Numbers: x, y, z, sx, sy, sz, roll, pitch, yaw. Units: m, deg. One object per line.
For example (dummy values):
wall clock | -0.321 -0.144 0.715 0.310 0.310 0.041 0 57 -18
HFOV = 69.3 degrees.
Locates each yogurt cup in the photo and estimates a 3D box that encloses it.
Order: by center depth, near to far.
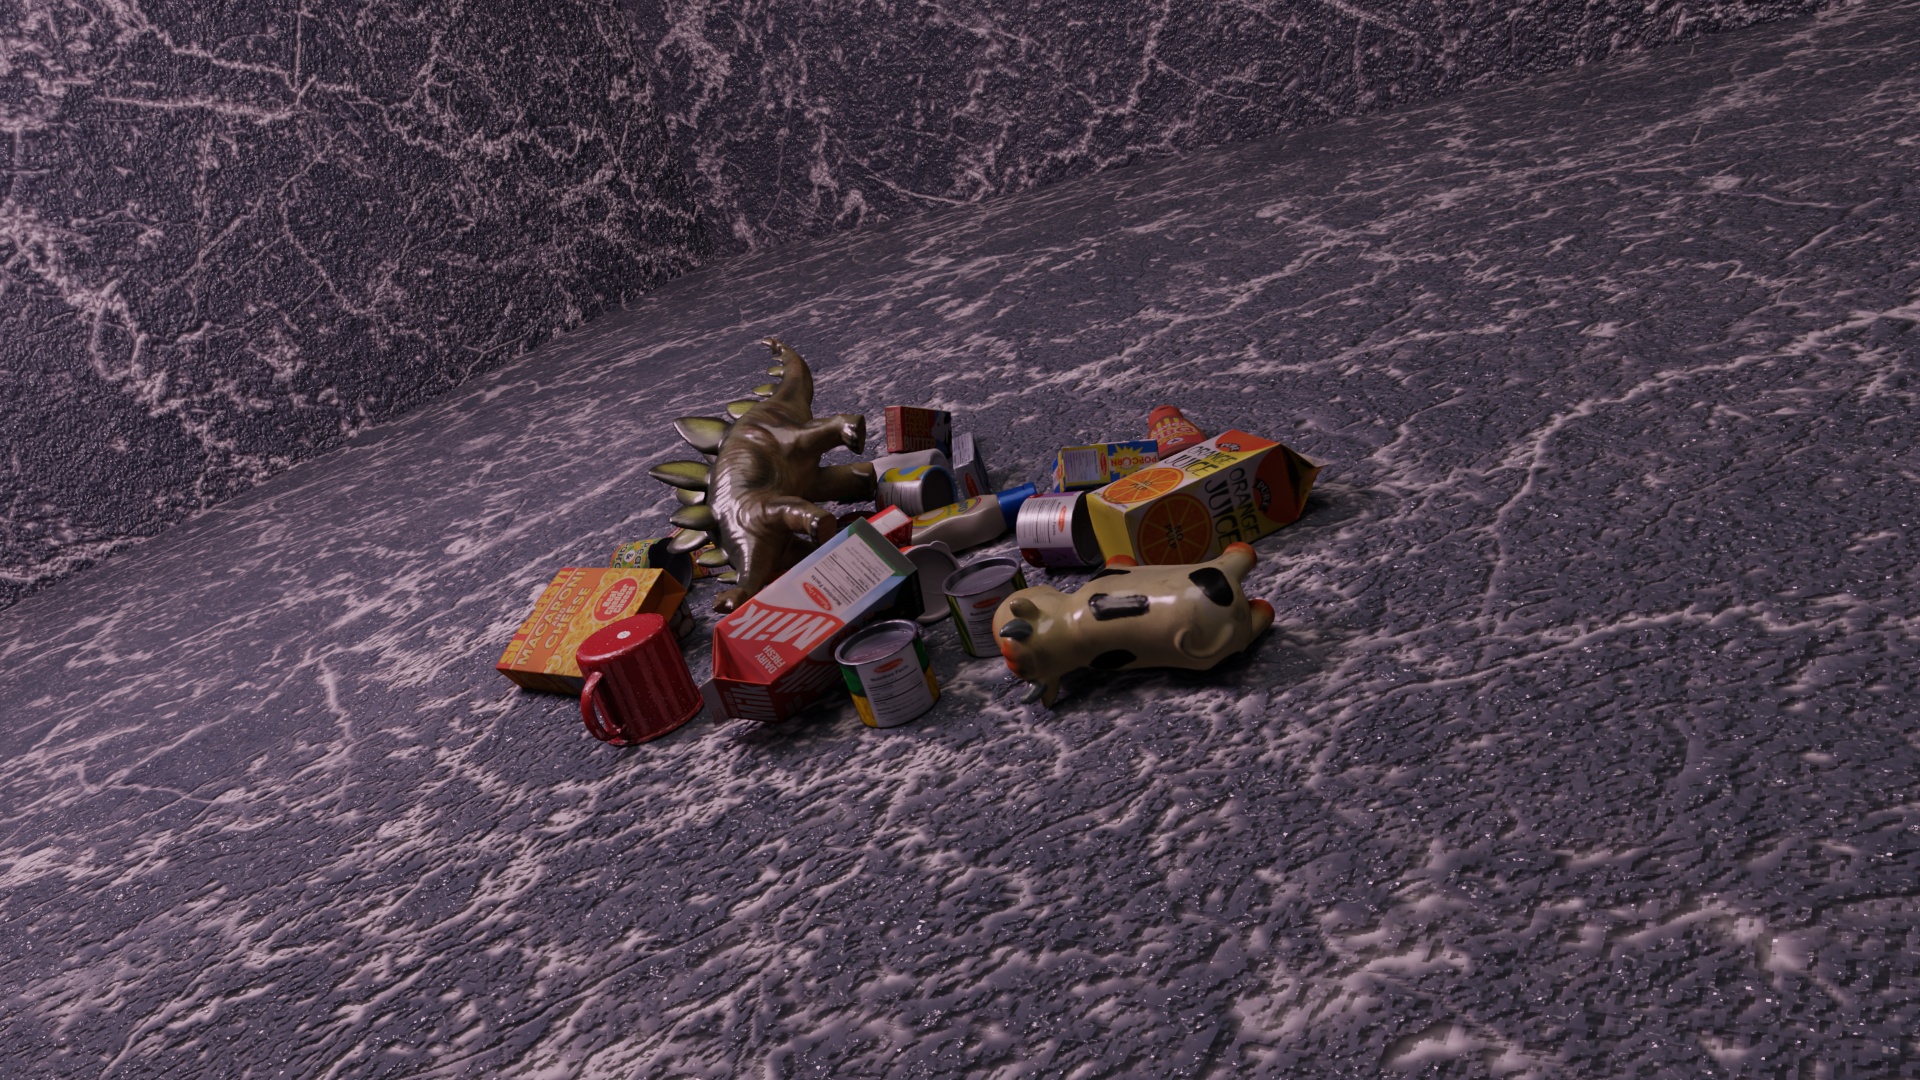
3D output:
yogurt cup | -0.037 0.035 1.208 0.072 0.072 0.054 -25 13 -16

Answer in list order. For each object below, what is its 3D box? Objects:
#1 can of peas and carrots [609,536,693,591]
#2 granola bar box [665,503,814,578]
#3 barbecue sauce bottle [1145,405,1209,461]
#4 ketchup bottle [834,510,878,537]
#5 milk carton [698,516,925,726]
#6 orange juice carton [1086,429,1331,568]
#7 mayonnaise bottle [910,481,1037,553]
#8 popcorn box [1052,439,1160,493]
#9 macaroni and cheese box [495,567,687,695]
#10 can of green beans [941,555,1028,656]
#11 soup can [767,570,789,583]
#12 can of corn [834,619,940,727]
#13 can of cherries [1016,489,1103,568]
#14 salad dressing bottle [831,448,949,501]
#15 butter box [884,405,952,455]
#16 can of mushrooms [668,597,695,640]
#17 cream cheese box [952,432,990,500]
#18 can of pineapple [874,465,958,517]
can of peas and carrots | -0.324 0.030 1.448 0.058 0.070 0.071 -7 23 31
granola bar box | -0.254 -0.013 1.543 0.124 0.039 0.166 -9 23 25
barbecue sauce bottle | 0.207 -0.093 1.349 0.065 0.043 0.149 -16 20 8
ketchup bottle | -0.125 0.022 1.340 0.064 0.043 0.149 -6 25 29
milk carton | -0.125 0.075 1.106 0.191 0.072 0.073 -38 62 -20
orange juice carton | 0.210 -0.035 1.159 0.193 0.072 0.072 -24 21 -15
mayonnaise bottle | 0.005 -0.017 1.329 0.148 0.041 0.065 -19 19 2
popcorn box | 0.130 -0.063 1.259 0.085 0.038 0.126 -5 -3 0
macaroni and cheese box | -0.352 0.084 1.316 0.166 0.040 0.124 0 52 40
can of green beans | 0.025 0.053 1.115 0.071 0.057 0.071 -16 21 6
soup can | -0.211 -0.004 1.420 0.071 0.083 0.071 -16 20 6
can of corn | -0.055 0.100 1.062 0.071 0.058 0.071 -16 21 6
can of cherries | 0.091 -0.008 1.207 0.058 0.071 0.072 -4 25 36
salad dressing bottle | -0.085 -0.070 1.537 0.147 0.044 0.064 -7 19 31
butter box | -0.047 -0.123 1.571 0.024 0.053 0.104 -4 -1 32
can of mushrooms | -0.295 0.079 1.354 0.071 0.033 0.071 -16 21 6
cream cheese box | 0.011 -0.073 1.448 0.024 0.053 0.104 -18 20 6
can of pineapple | -0.043 -0.042 1.401 0.058 0.070 0.071 -2 26 36
